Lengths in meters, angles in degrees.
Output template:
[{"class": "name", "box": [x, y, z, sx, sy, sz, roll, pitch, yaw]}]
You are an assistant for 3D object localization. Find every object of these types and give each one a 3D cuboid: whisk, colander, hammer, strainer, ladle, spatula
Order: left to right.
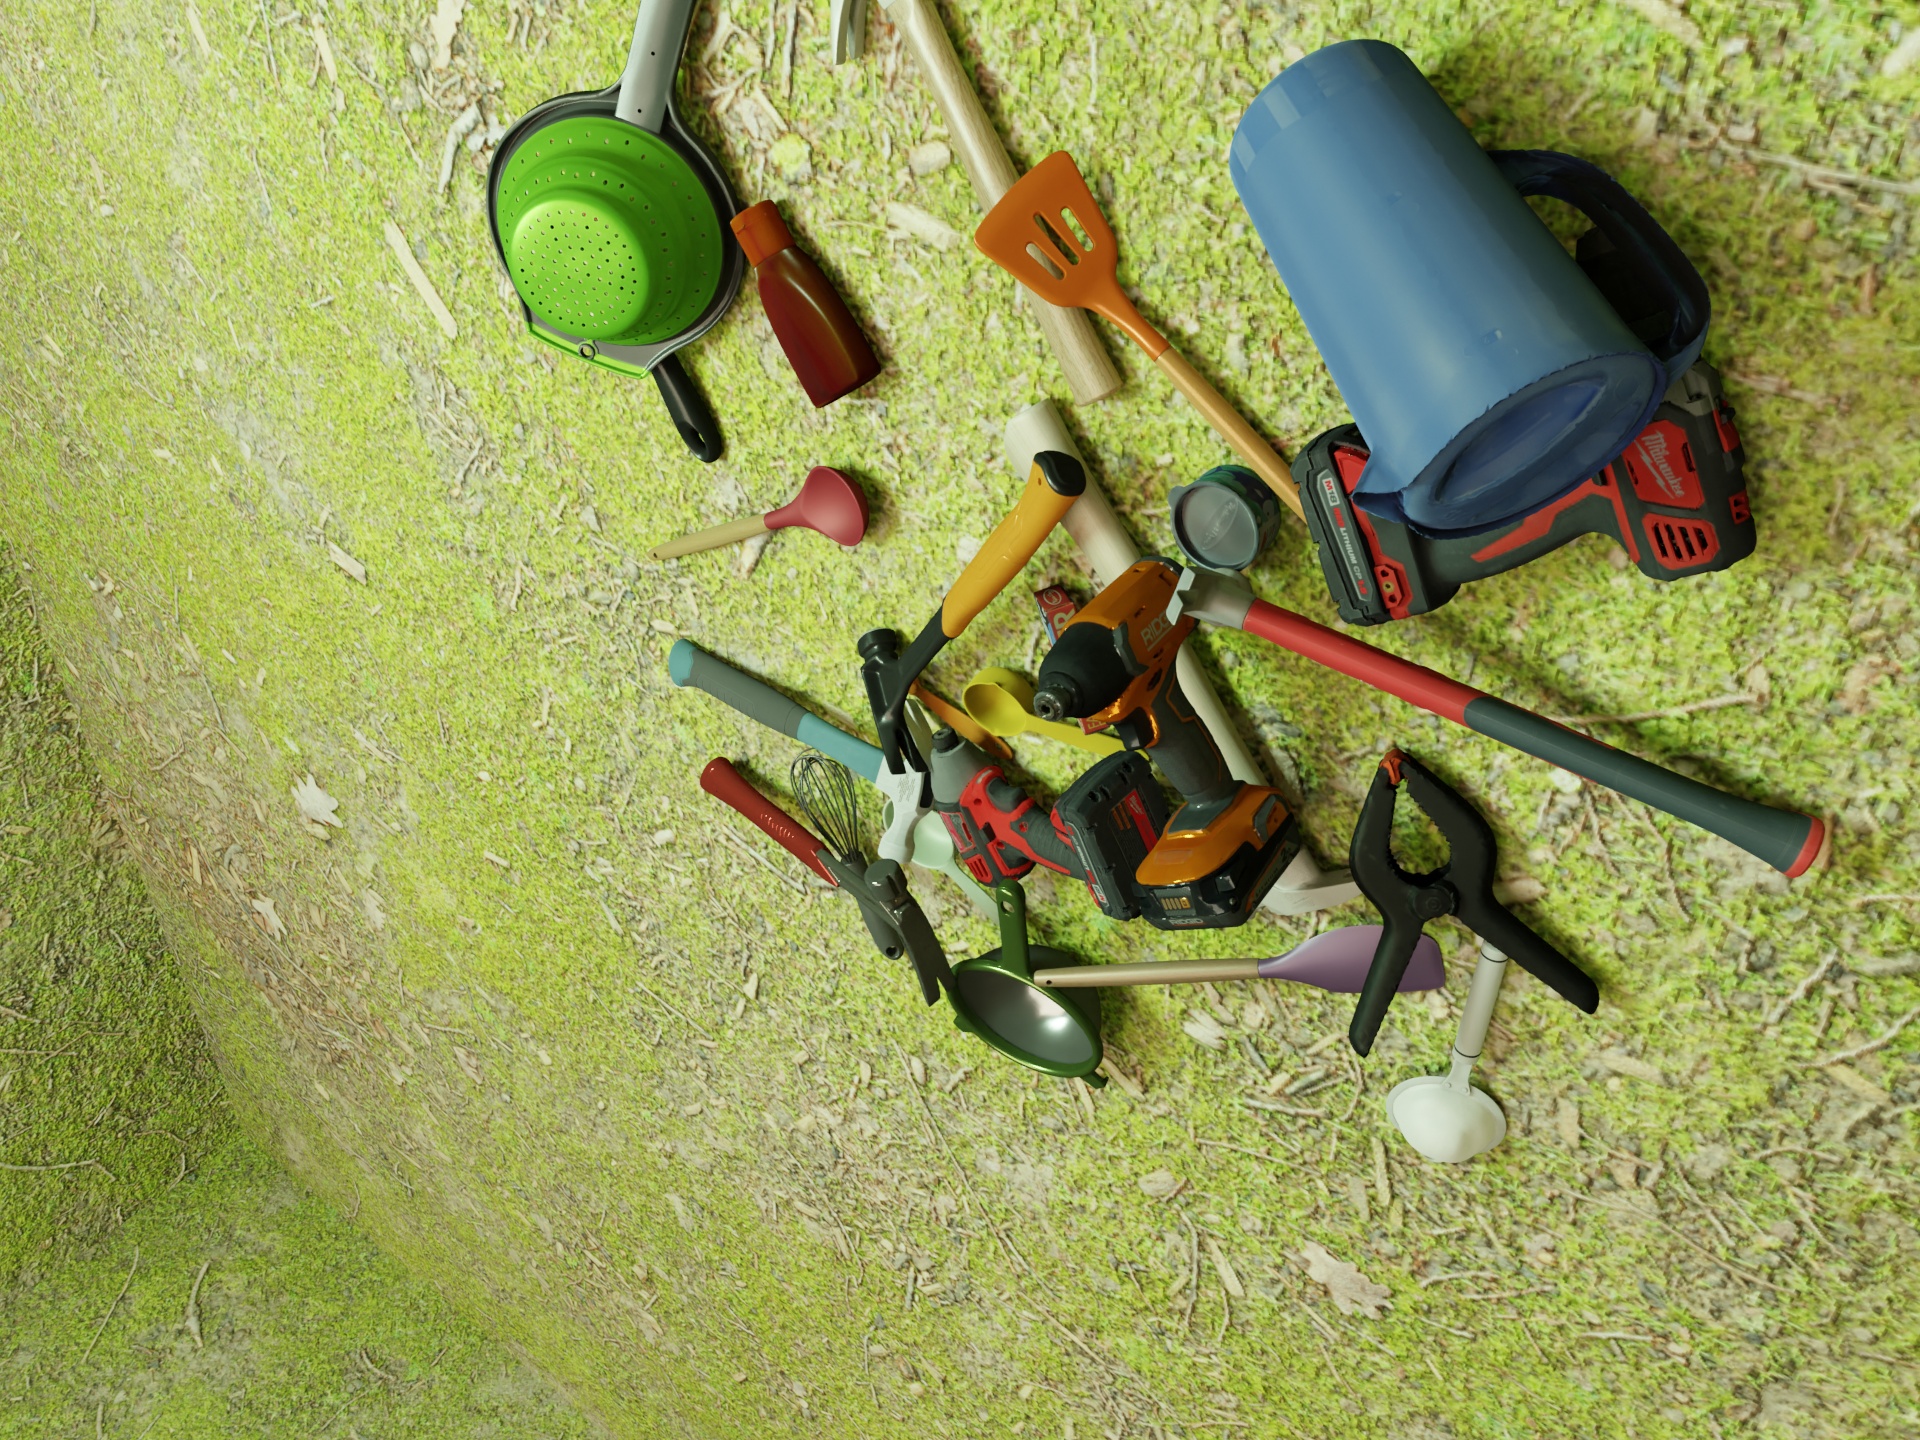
[{"class": "colander", "box": [-0.241, -0.411, 1.135, 0.204, 0.095, 0.396, 21, 127, -6]}, {"class": "whisk", "box": [-0.266, -0.341, 1.284, 0.073, 0.073, 0.295, -1, 123, 43]}, {"class": "ladle", "box": [-0.177, -0.163, 1.350, 0.315, 0.031, 0.069, -6, 111, 47]}, {"class": "hammer", "box": [-0.147, 0.002, 1.406, 0.331, 0.033, 0.128, 26, 104, 35]}, {"class": "hammer", "box": [-0.134, 0.122, 1.430, 0.359, 0.037, 0.149, 30, 149, 48]}, {"class": "whisk", "box": [-0.098, 0.127, 1.476, 0.055, 0.055, 0.238, 4, 125, 41]}, {"class": "hammer", "box": [0.005, -0.083, 1.174, 0.336, 0.034, 0.127, -48, 51, 53]}, {"class": "hammer", "box": [0.016, -0.357, 1.026, 0.130, 0.031, 0.331, -15, 108, 47]}, {"class": "strainer", "box": [0.061, 0.200, 1.337, 0.151, 0.069, 0.256, 19, 141, 23]}, {"class": "hammer", "box": [0.157, -0.044, 1.120, 0.146, 0.038, 0.410, -22, 102, 47]}, {"class": "spatula", "box": [0.144, -0.214, 1.001, 0.081, 0.041, 0.322, -44, 89, 6]}, {"class": "spatula", "box": [0.201, 0.186, 1.198, 0.316, 0.018, 0.059, -8, 113, 26]}, {"class": "strainer", "box": [0.359, 0.244, 1.139, 0.087, 0.050, 0.258, 13, 125, 17]}, {"class": "hammer", "box": [0.305, -0.003, 0.928, 0.386, 0.143, 0.038, 25, 102, 15]}]

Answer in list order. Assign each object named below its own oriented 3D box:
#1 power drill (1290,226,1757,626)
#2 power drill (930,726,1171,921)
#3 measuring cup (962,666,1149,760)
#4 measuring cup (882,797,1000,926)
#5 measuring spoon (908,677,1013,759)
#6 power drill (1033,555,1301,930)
[{"class": "power drill", "box": [0.302, -0.154, 0.877, 0.227, 0.080, 0.188, -12, 103, 42]}, {"class": "power drill", "box": [0.062, 0.074, 1.245, 0.220, 0.078, 0.143, 7, 128, 52]}, {"class": "measuring cup", "box": [0.077, -0.002, 1.238, 0.156, 0.029, 0.062, 19, 142, 17]}, {"class": "measuring cup", "box": [0.004, 0.120, 1.382, 0.167, 0.038, 0.083, 46, 140, -1]}, {"class": "measuring spoon", "box": [-0.002, -0.004, 1.318, 0.117, 0.011, 0.021, 35, 136, 13]}, {"class": "power drill", "box": [0.130, 0.024, 1.045, 0.084, 0.164, 0.226, -11, 111, 43]}]
